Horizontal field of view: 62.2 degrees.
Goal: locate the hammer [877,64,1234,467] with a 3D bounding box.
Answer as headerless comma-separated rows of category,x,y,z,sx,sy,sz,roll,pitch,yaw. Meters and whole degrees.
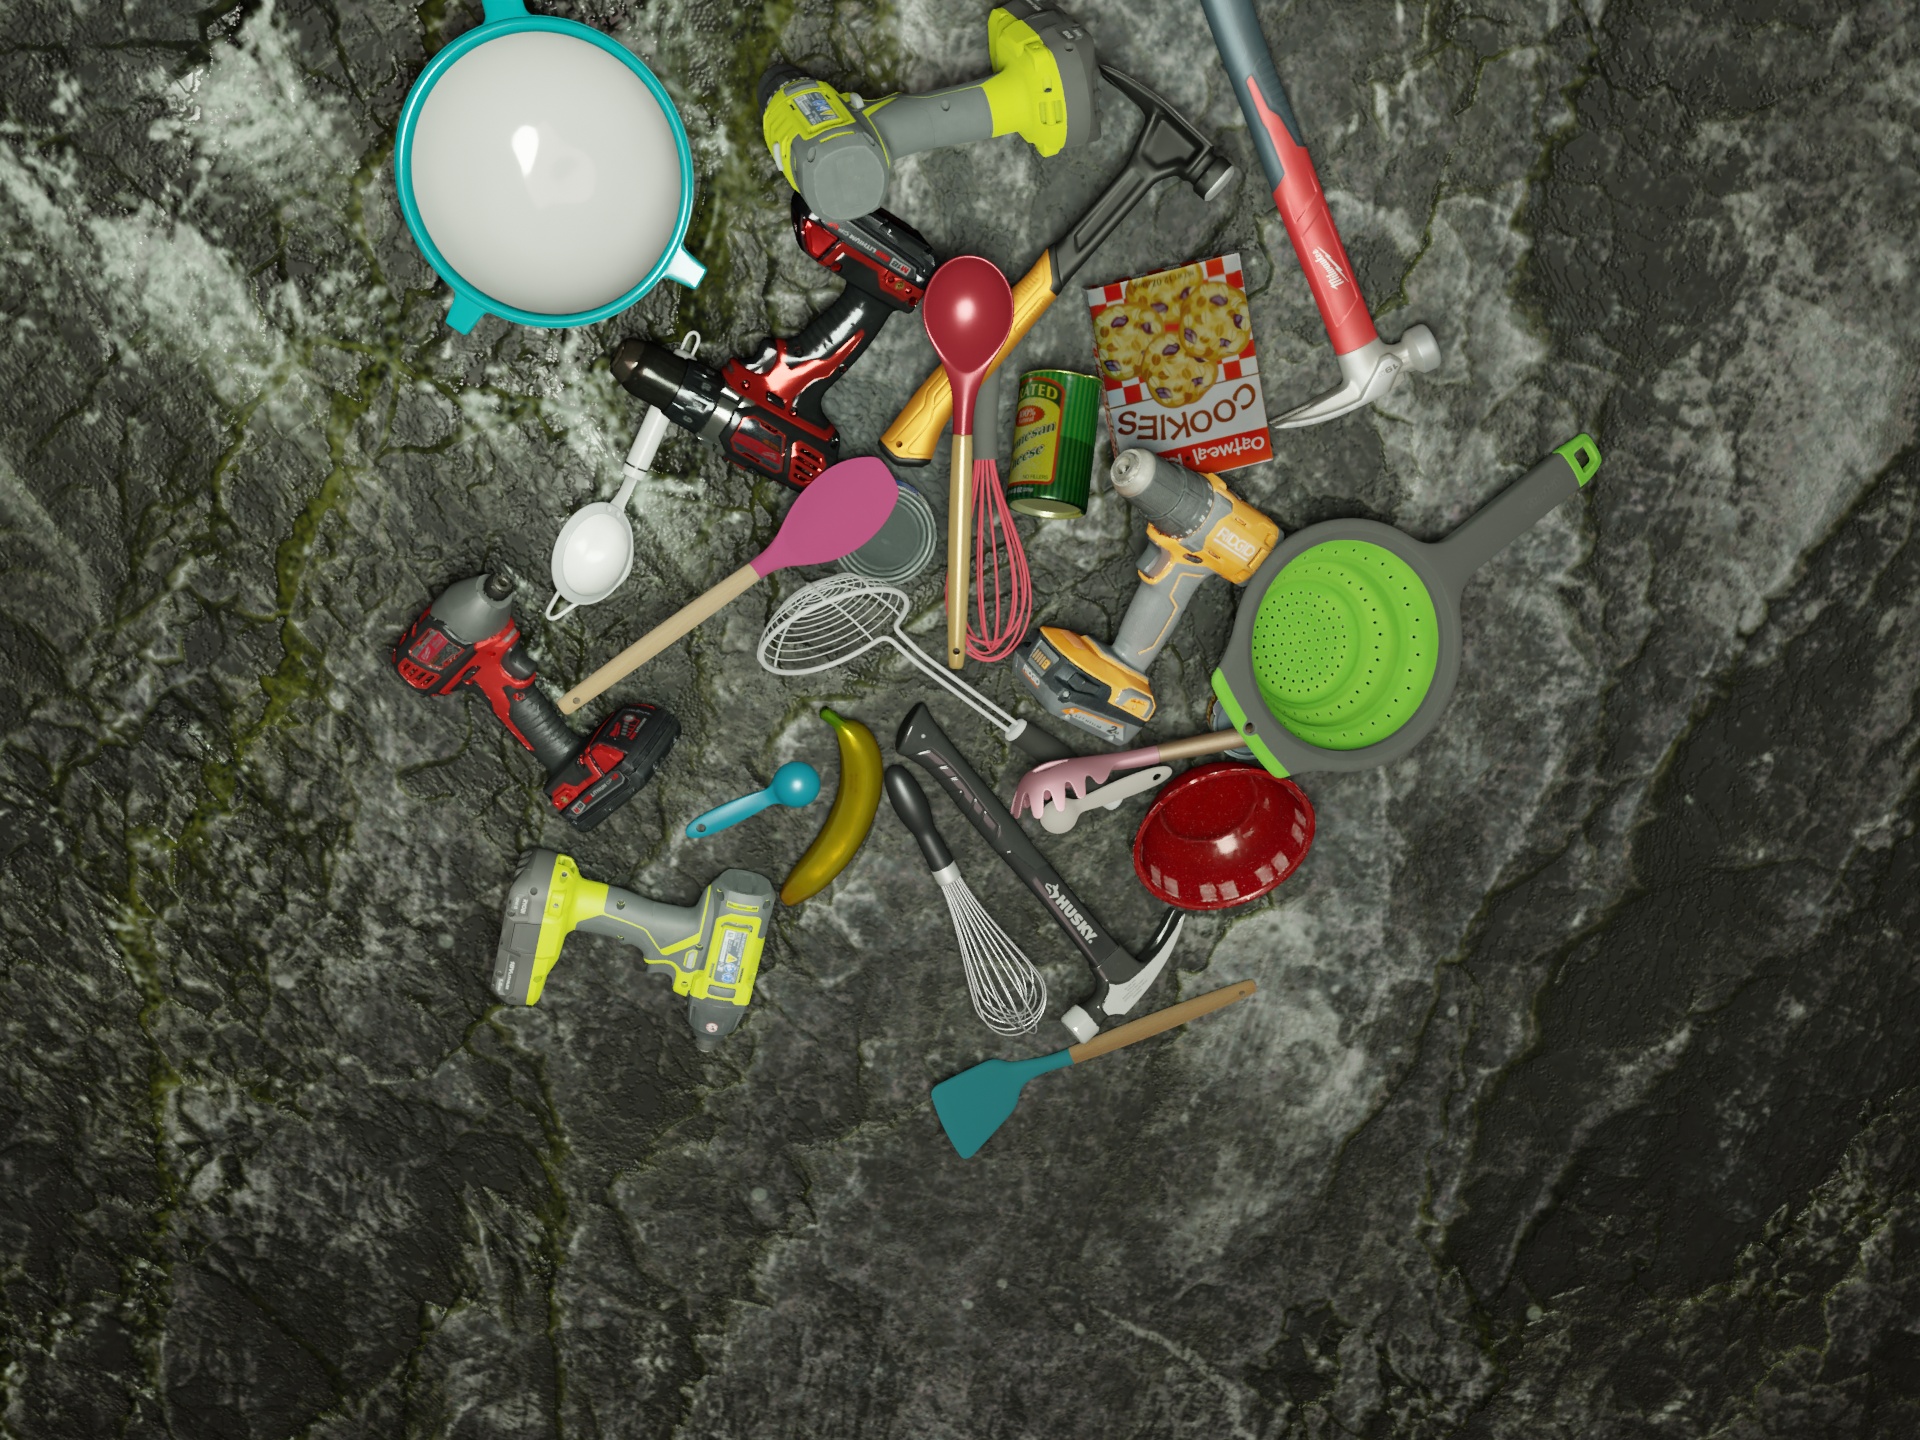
hammer,0.050,-0.333,1.222,0.127,0.034,0.337,43,102,2

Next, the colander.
colander,0.366,-0.112,1.330,0.397,0.094,0.204,-38,103,-9

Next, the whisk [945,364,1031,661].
whisk,0.020,-0.193,1.290,0.073,0.073,0.295,-2,103,-3

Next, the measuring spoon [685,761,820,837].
measuring spoon,-0.183,0.077,1.390,0.128,0.021,0.042,-24,110,4

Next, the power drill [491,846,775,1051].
power drill,-0.290,0.203,1.404,0.223,0.080,0.171,12,109,-11

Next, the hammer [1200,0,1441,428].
hammer,0.239,-0.419,1.228,0.143,0.038,0.386,-25,110,7

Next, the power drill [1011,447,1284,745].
power drill,0.139,-0.104,1.284,0.185,0.084,0.226,24,109,-43

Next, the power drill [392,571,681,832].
power drill,-0.345,-0.022,1.297,0.219,0.079,0.143,43,128,-14

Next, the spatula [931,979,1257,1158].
spatula,0.130,0.311,1.485,0.317,0.044,0.082,-23,106,4

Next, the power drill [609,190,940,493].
power drill,-0.141,-0.302,1.215,0.187,0.080,0.226,26,110,-24

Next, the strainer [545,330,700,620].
strainer,-0.263,-0.193,1.279,0.087,0.050,0.258,34,103,31

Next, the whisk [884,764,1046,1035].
whisk,0.001,0.163,1.420,0.070,0.070,0.284,-25,104,6

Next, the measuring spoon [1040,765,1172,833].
measuring spoon,0.129,0.069,1.378,0.124,0.018,0.034,-22,127,-6

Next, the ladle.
ladle,0.002,-0.194,1.224,0.069,0.031,0.315,3,105,4

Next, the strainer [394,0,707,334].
strainer,-0.309,-0.459,1.153,0.211,0.095,0.340,-11,105,2

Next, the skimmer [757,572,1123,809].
skimmer,-0.002,-0.004,1.316,0.363,0.090,0.127,35,128,-23

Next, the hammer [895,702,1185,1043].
hammer,0.061,0.118,1.402,0.146,0.035,0.334,-41,103,-9

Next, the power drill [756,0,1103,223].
power drill,-0.031,-0.445,1.141,0.228,0.191,0.080,-19,134,-8

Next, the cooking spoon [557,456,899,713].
cooking spoon,-0.184,-0.103,1.254,0.319,0.017,0.068,-37,120,-6

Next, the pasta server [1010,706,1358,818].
pasta server,0.194,0.031,1.347,0.316,0.060,0.040,-11,98,-7
